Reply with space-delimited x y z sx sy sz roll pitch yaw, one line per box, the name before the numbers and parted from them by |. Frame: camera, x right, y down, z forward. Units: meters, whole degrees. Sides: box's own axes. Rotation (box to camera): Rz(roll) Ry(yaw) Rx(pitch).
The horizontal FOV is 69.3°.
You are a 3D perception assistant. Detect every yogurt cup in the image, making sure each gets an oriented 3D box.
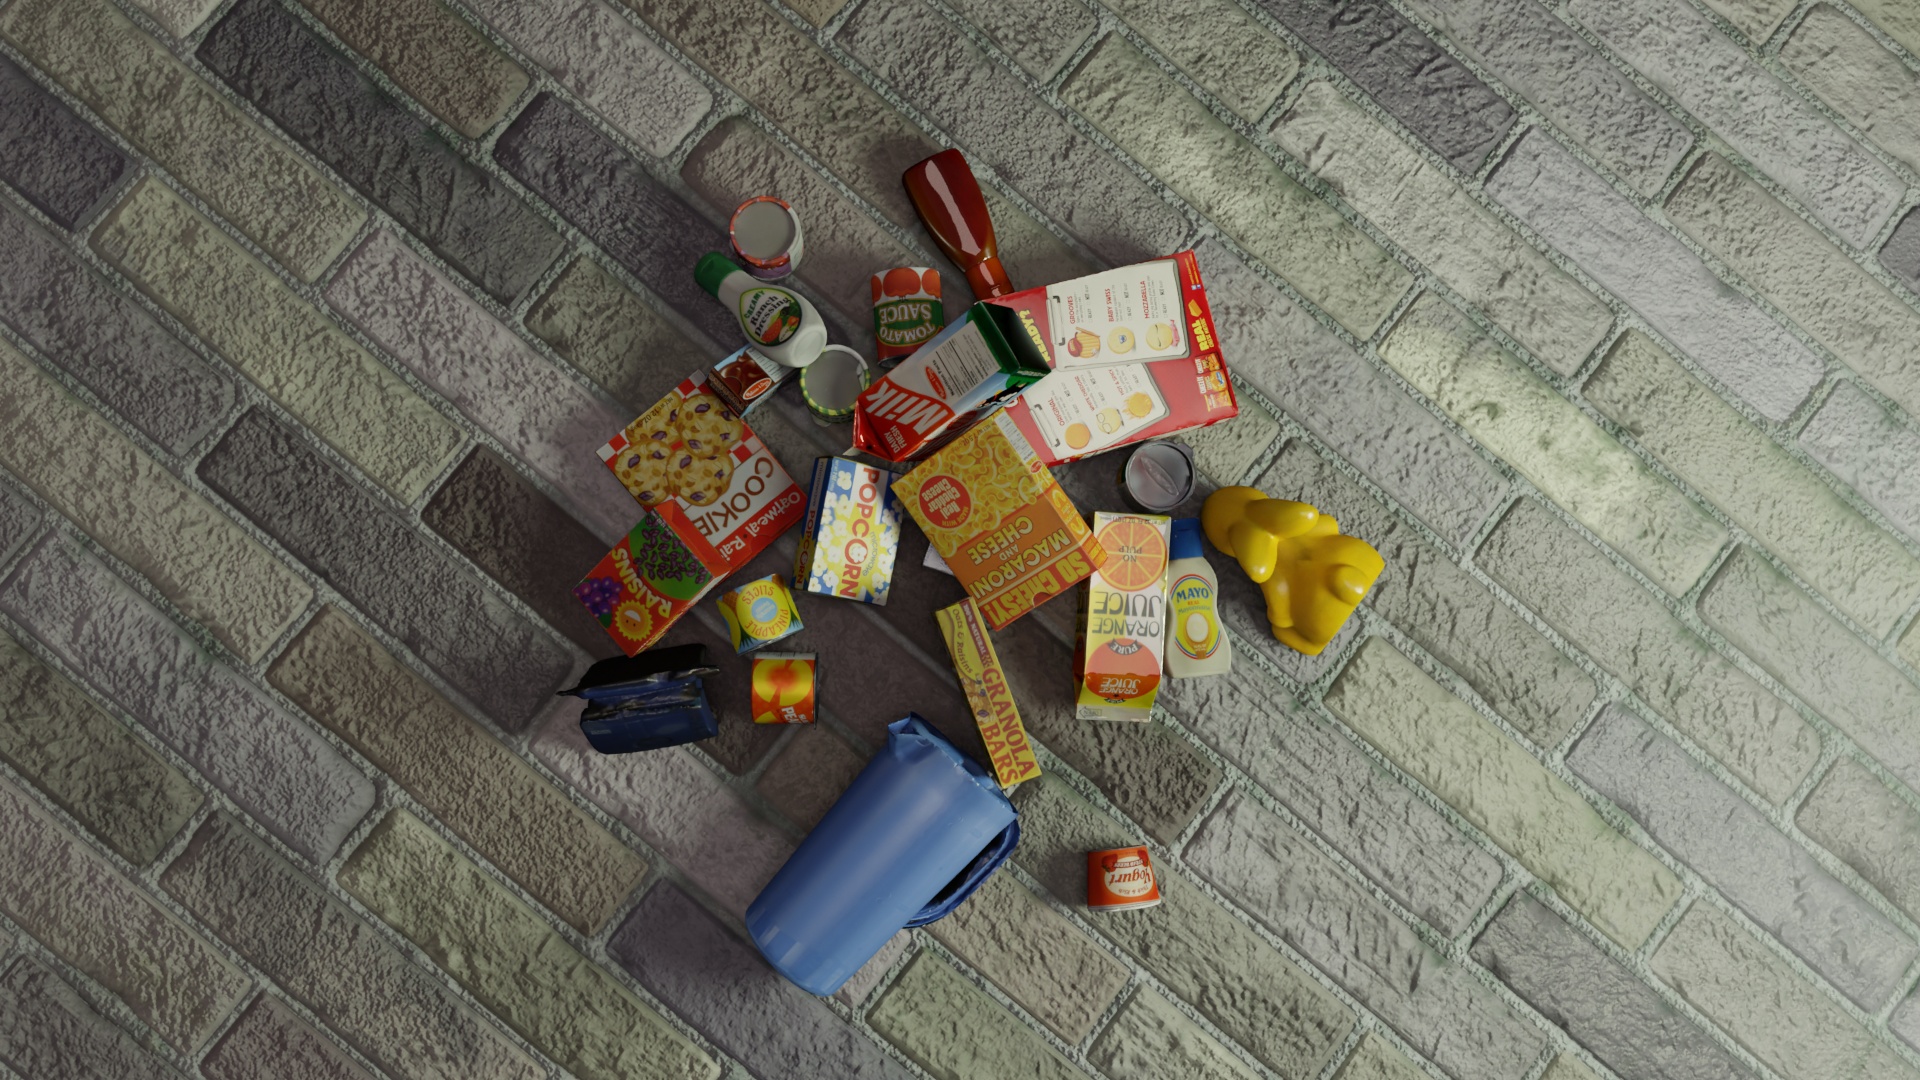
yogurt cup | 0.147 0.309 1.275 0.072 0.072 0.054 -6 79 -4

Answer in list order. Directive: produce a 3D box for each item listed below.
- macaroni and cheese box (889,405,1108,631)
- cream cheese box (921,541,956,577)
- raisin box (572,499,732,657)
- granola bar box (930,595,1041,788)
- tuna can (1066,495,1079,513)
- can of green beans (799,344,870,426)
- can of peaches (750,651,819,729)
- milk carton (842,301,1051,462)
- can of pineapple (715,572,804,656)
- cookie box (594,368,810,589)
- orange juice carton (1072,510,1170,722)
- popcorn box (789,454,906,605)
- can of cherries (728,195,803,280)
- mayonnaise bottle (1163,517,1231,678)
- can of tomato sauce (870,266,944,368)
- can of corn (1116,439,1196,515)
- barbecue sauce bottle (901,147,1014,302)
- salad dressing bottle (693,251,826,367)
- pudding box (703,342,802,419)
macaroni and cheese box | 0.034 -0.017 1.246 0.123 0.040 0.166 -33 95 28
cream cheese box | 0.005 -0.016 1.309 0.053 0.024 0.104 19 85 -3
raisin box | -0.280 0.035 1.257 0.123 0.040 0.086 -42 89 21
granola bar box | 0.020 0.134 1.249 0.039 0.124 0.165 -21 87 -4
tuna can | 0.078 -0.013 1.309 0.071 0.033 0.071 0 85 -3
can of green beans | -0.116 -0.145 1.294 0.071 0.058 0.071 0 86 -3
can of peaches | -0.159 0.137 1.266 0.058 0.071 0.071 1 86 -3
milk carton | -0.021 -0.129 1.252 0.190 0.072 0.073 -35 78 23
can of pineapple | -0.183 0.067 1.269 0.071 0.071 0.058 -22 88 -4
cookie box | -0.235 -0.055 1.289 0.123 0.040 0.167 -40 89 -5
orange juice carton | 0.147 0.071 1.287 0.072 0.073 0.192 4 86 -4
popcorn box | -0.101 -0.008 1.277 0.085 0.038 0.126 14 84 -34
can of cherries | -0.184 -0.282 1.300 0.071 0.058 0.071 0 86 -4
mayonnaise bottle | 0.215 0.054 1.307 0.065 0.041 0.148 -7 87 -2
can of tomato sauce | -0.048 -0.208 1.297 0.071 0.071 0.083 -5 86 -4
can of corn | 0.185 -0.060 1.305 0.071 0.058 0.071 0 86 -3
barbecue sauce bottle | 0.003 -0.294 1.320 0.065 0.043 0.148 -27 88 -5
salad dressing bottle | -0.186 -0.214 1.273 0.148 0.044 0.064 39 91 27
pudding box | -0.190 -0.156 1.286 0.049 0.030 0.084 47 53 0
